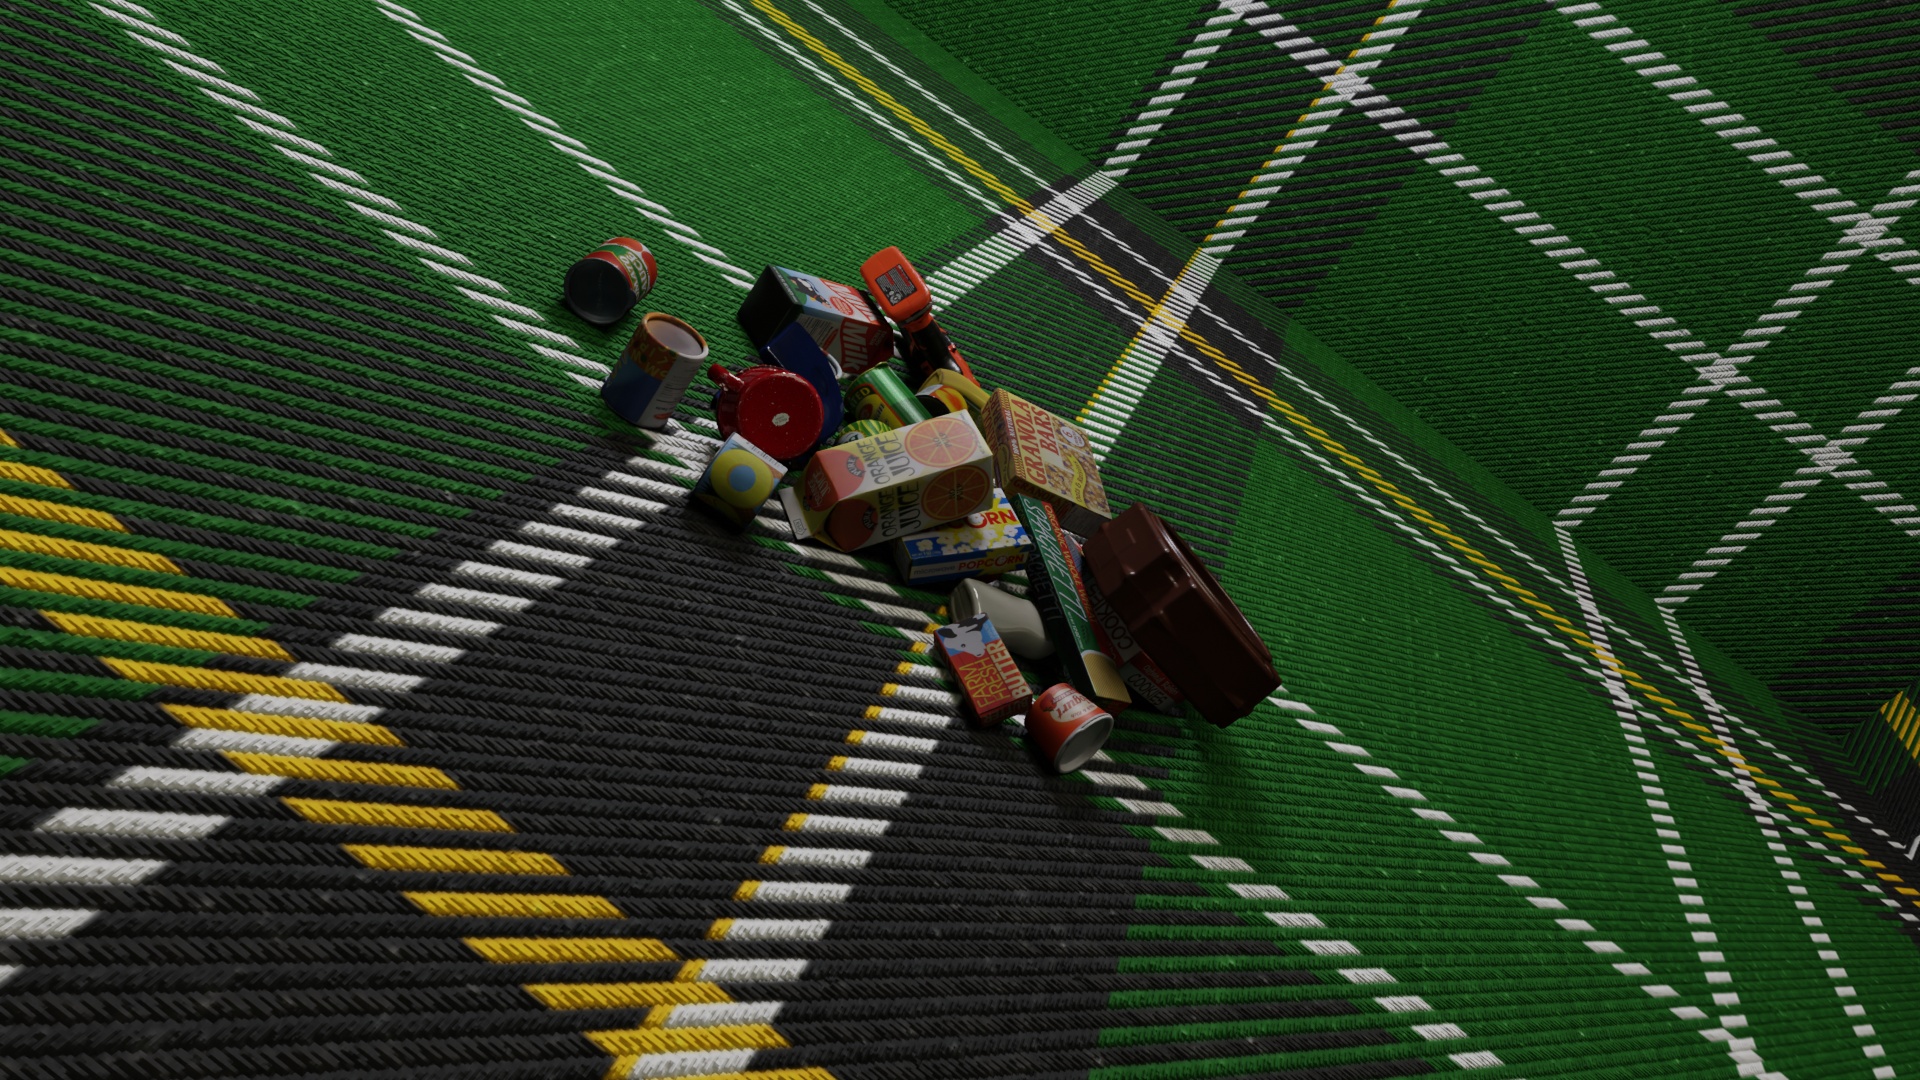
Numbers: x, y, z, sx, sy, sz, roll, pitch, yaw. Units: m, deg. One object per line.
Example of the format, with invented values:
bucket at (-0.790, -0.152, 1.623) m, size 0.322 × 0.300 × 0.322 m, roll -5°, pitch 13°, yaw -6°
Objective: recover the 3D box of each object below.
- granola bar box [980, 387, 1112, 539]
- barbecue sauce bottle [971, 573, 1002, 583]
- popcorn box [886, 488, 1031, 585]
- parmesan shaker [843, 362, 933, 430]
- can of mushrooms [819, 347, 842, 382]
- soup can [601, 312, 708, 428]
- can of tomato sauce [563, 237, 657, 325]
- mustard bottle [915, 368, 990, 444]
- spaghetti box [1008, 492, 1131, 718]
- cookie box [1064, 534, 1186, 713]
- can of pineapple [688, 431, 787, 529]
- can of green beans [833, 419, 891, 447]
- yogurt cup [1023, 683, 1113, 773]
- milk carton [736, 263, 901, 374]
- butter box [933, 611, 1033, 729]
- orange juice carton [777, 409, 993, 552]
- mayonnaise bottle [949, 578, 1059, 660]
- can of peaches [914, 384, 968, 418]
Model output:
granola bar box at (0.090, -0.083, 1.501) m, size 0.124 × 0.039 × 0.166 m, roll 23°, pitch 32°, yaw -23°
barbecue sauce bottle at (0.005, -0.018, 1.428) m, size 0.065 × 0.043 × 0.149 m, roll 15°, pitch 34°, yaw -34°
popcorn box at (-0.006, -0.005, 1.346) m, size 0.127 × 0.038 × 0.085 m, roll -7°, pitch 44°, yaw -21°
parmesan shaker at (-0.069, -0.131, 1.486) m, size 0.103 × 0.071 × 0.071 m, roll 50°, pitch 28°, yaw 23°
can of mushrooms at (-0.165, -0.184, 1.496) m, size 0.071 × 0.033 × 0.071 m, roll 30°, pitch 28°, yaw -17°
soup can at (-0.277, -0.155, 1.252) m, size 0.071 × 0.083 × 0.072 m, roll 29°, pitch 27°, yaw -16°
can of tomato sauce at (-0.337, -0.254, 1.352) m, size 0.071 × 0.071 × 0.083 m, roll 33°, pitch 26°, yaw -9°
mustard bottle at (0.024, -0.139, 1.627) m, size 0.160 × 0.065 × 0.049 m, roll 30°, pitch 27°, yaw -26°
spaghetti box at (0.099, 0.058, 1.343) m, size 0.050 × 0.028 × 0.251 m, roll 17°, pitch 41°, yaw -39°
cookie box at (0.160, 0.085, 1.417) m, size 0.122 × 0.040 × 0.168 m, roll 39°, pitch 17°, yaw -48°
can of pineapple at (-0.193, -0.050, 1.211) m, size 0.058 × 0.070 × 0.071 m, roll 35°, pitch 26°, yaw -7°
can of green beans at (-0.090, -0.078, 1.380) m, size 0.071 × 0.071 × 0.058 m, roll 20°, pitch 30°, yaw -32°
yogurt cup at (0.093, 0.163, 1.225) m, size 0.054 × 0.072 × 0.072 m, roll 43°, pitch 25°, yaw 30°
milk carton at (-0.148, -0.244, 1.567) m, size 0.191 × 0.073 × 0.072 m, roll 7°, pitch 40°, yaw -47°
butter box at (0.019, 0.113, 1.227) m, size 0.053 × 0.024 × 0.104 m, roll -19°, pitch 51°, yaw -15°
orange juice carton at (-0.070, -0.051, 1.299) m, size 0.193 × 0.072 × 0.072 m, roll -17°, pitch 49°, yaw -13°
mayonnaise bottle at (0.059, 0.084, 1.336) m, size 0.148 × 0.041 × 0.065 m, roll 21°, pitch 36°, yaw -33°
can of peaches at (-0.029, -0.135, 1.551) m, size 0.071 × 0.071 × 0.058 m, roll 39°, pitch 25°, yaw 2°
